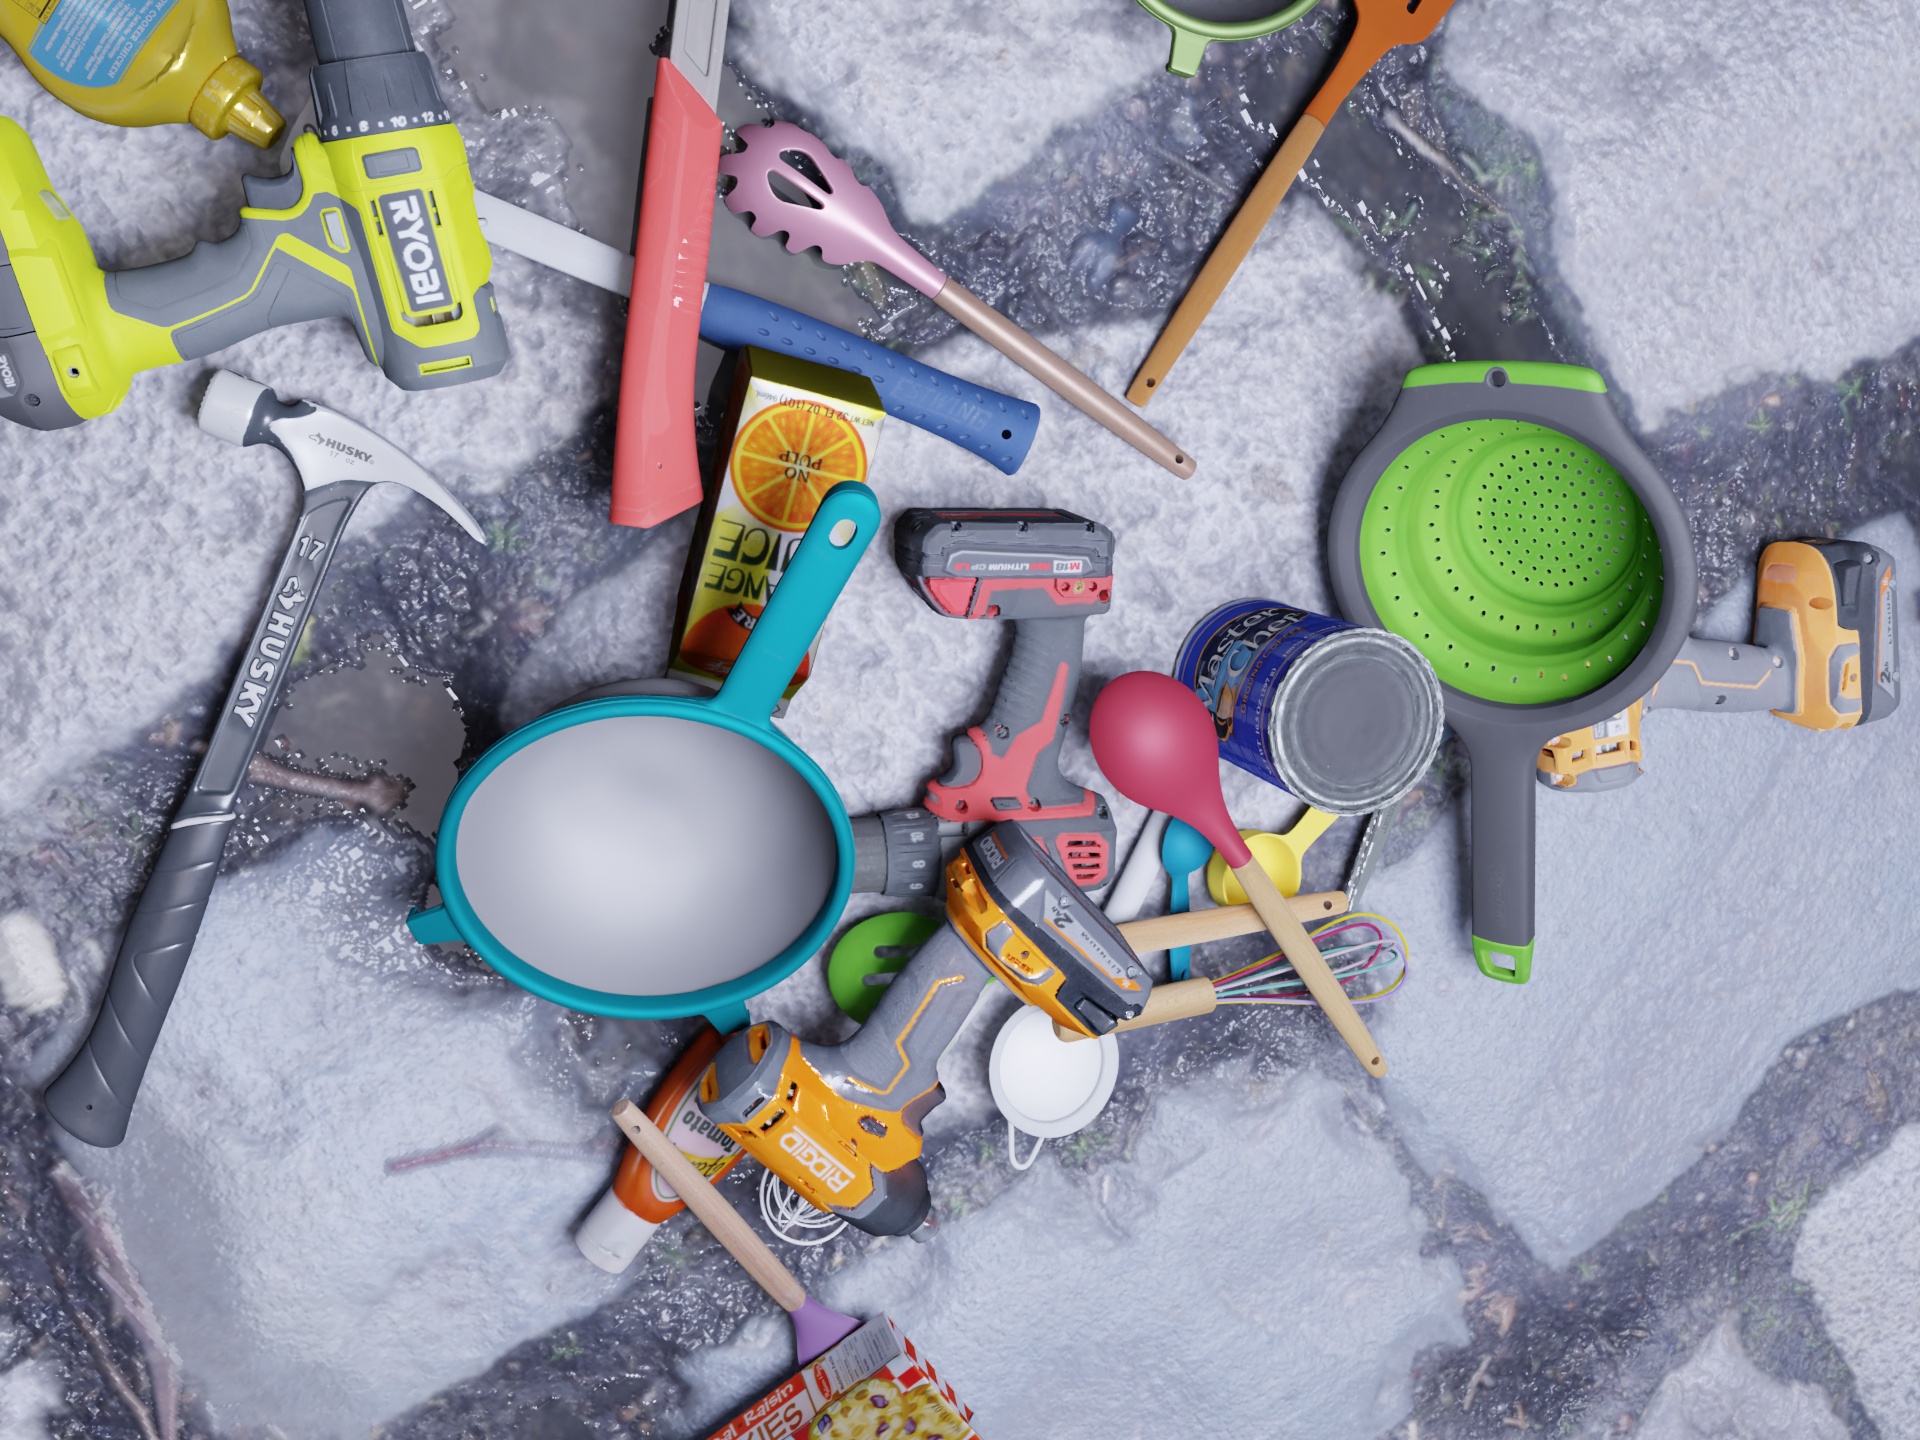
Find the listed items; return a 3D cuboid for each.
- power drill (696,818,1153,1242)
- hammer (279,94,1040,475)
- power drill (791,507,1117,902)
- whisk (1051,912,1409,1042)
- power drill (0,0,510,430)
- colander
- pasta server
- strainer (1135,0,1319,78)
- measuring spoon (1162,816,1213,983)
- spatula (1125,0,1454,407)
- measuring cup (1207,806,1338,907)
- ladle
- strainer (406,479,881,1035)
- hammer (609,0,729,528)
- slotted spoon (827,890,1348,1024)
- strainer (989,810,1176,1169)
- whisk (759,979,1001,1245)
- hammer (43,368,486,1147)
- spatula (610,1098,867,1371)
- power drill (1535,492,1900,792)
[{"bbox_3d":[-0.008,0.181,0.871,0.226,0.084,0.164,-42,112,4],"label":"power drill"},{"bbox_3d":[-0.144,-0.228,0.837,0.405,0.035,0.144,19,96,-17],"label":"hammer"},{"bbox_3d":[-0.001,-0.003,0.898,0.188,0.080,0.226,-2,104,-13],"label":"power drill"},{"bbox_3d":[0.168,0.158,0.966,0.245,0.051,0.047,-8,110,-20],"label":"whisk"},{"bbox_3d":[-0.338,-0.235,0.725,0.228,0.080,0.190,-14,113,-12],"label":"power drill"},{"bbox_3d":[0.334,-0.028,0.944,0.094,0.205,0.396,-36,126,-44],"label":"colander"},{"bbox_3d":[0.008,-0.224,0.882,0.316,0.040,0.060,31,92,-21],"label":"pasta server"},{"bbox_3d":[0.176,-0.461,0.854,0.256,0.069,0.151,-30,104,-7],"label":"strainer"},{"bbox_3d":[0.142,0.114,0.969,0.042,0.021,0.128,-28,123,-46],"label":"measuring spoon"},{"bbox_3d":[0.185,-0.320,0.909,0.081,0.041,0.322,31,96,-18],"label":"spatula"},{"bbox_3d":[0.212,0.061,0.992,0.156,0.029,0.062,-45,112,-15],"label":"measuring cup"},{"bbox_3d":[0.173,0.100,0.920,0.069,0.031,0.315,-38,113,-6],"label":"ladle"},{"bbox_3d":[-0.133,0.005,0.818,0.210,0.095,0.340,22,117,-22],"label":"strainer"},{"bbox_3d":[-0.148,-0.276,0.789,0.149,0.037,0.359,7,95,-16],"label":"hammer"},{"bbox_3d":[0.079,0.130,0.933,0.313,0.031,0.070,-8,89,-9],"label":"slotted spoon"},{"bbox_3d":[0.083,0.146,0.964,0.086,0.050,0.258,27,88,-22],"label":"strainer"},{"bbox_3d":[-0.030,0.207,0.945,0.059,0.057,0.246,39,85,13],"label":"whisk"},{"bbox_3d":[-0.383,0.035,0.831,0.149,0.036,0.409,22,95,-18],"label":"hammer"},{"bbox_3d":[-0.112,0.328,0.934,0.060,0.018,0.315,-34,119,-4],"label":"spatula"},{"bbox_3d":[0.462,-0.063,0.999,0.226,0.084,0.185,-11,102,-7],"label":"power drill"}]
